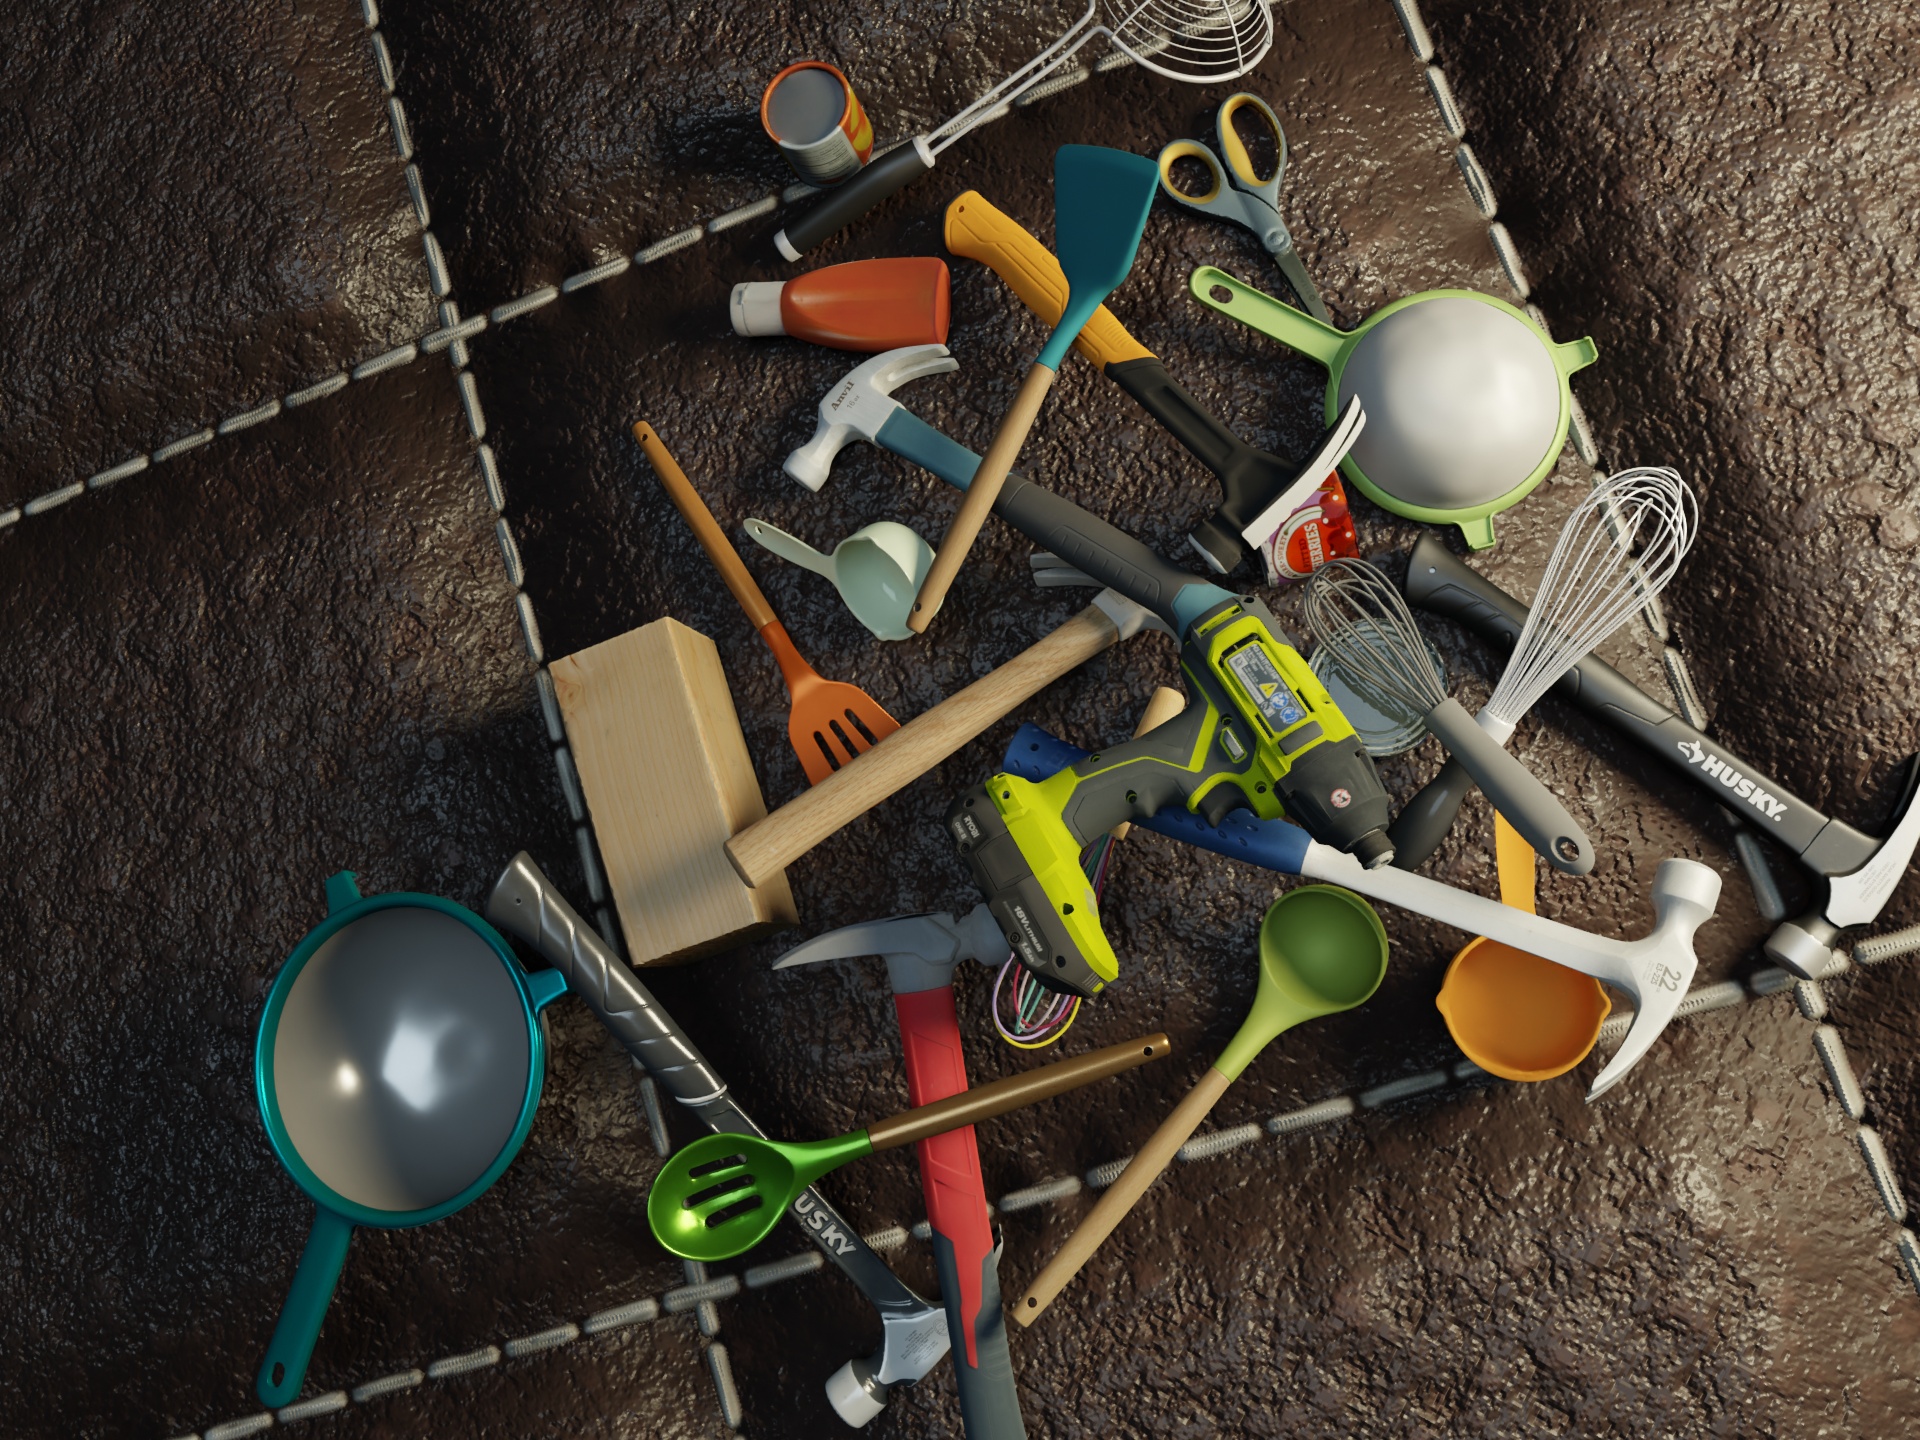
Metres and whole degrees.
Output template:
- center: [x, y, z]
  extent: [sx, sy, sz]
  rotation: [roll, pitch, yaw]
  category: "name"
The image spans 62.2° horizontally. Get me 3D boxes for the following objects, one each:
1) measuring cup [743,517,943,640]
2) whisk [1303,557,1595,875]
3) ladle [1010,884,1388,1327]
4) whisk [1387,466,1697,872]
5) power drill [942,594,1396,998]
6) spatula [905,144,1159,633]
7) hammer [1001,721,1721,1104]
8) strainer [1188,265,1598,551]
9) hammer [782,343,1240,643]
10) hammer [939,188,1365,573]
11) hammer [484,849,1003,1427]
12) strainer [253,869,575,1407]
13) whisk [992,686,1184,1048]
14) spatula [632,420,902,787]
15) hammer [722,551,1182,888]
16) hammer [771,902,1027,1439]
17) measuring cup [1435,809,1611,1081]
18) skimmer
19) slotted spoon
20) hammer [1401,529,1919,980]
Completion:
- center: [-0.078, -0.112, 1.067]
  extent: [0.168, 0.083, 0.038]
  rotation: [27, 50, 33]
  category: "measuring cup"
- center: [0.278, -0.006, 0.913]
  extent: [0.055, 0.055, 0.239]
  rotation: [-38, 64, 5]
  category: "whisk"
- center: [0.137, 0.228, 0.939]
  extent: [0.078, 0.062, 0.320]
  rotation: [39, 81, 20]
  category: "ladle"
- center: [0.328, -0.022, 0.925]
  extent: [0.070, 0.070, 0.284]
  rotation: [35, 111, 15]
  category: "whisk"
- center: [0.119, 0.054, 0.899]
  extent: [0.223, 0.080, 0.171]
  rotation: [-33, 65, 5]
  category: "power drill"
- center: [0.034, -0.202, 0.991]
  extent: [0.082, 0.044, 0.317]
  rotation: [26, 91, 36]
  category: "spatula"
- center: [0.210, 0.087, 0.924]
  extent: [0.406, 0.035, 0.144]
  rotation: [19, 70, 22]
  category: "hammer"
- center: [0.257, -0.226, 0.983]
  extent: [0.256, 0.069, 0.151]
  rotation: [29, 90, 8]
  category: "strainer"
- center: [0.037, -0.139, 1.020]
  extent: [0.331, 0.033, 0.128]
  rotation: [35, 89, 26]
  category: "hammer"
- center: [0.101, -0.244, 1.013]
  extent: [0.127, 0.034, 0.337]
  rotation: [-45, 63, 8]
  category: "hammer"
- center: [-0.142, 0.240, 0.978]
  extent: [0.149, 0.036, 0.409]
  rotation: [-41, 94, 1]
  category: "hammer"
- center: [-0.373, 0.281, 1.054]
  extent: [0.211, 0.095, 0.340]
  rotation: [19, 89, 17]
  category: "strainer"
- center: [0.087, 0.093, 1.004]
  extent: [0.047, 0.051, 0.245]
  rotation: [22, 82, 27]
  category: "whisk"
- center: [-0.140, -0.080, 1.089]
  extent: [0.081, 0.041, 0.323]
  rotation: [-36, 72, 5]
  category: "spatula"
- center: [-0.002, -0.003, 0.983]
  extent: [0.331, 0.031, 0.130]
  rotation: [-33, 54, -13]
  category: "hammer"
- center: [-0.015, 0.310, 0.951]
  extent: [0.143, 0.038, 0.386]
  rotation: [-9, 90, -4]
  category: "hammer"
- center: [0.327, 0.124, 0.941]
  extent: [0.095, 0.052, 0.174]
  rotation: [-2, 80, 12]
  category: "measuring cup"
- center: [0.037, -0.412, 1.091]
  extent: [0.363, 0.090, 0.127]
  rotation: [-30, 72, 18]
  category: "skimmer"
- center: [-0.027, 0.236, 0.920]
  extent: [0.313, 0.031, 0.070]
  rotation: [-18, 91, -5]
  category: "slotted spoon"
- center: [0.407, -0.007, 0.949]
  extent: [0.335, 0.035, 0.146]
  rotation: [39, 93, 15]
  category: "hammer"
